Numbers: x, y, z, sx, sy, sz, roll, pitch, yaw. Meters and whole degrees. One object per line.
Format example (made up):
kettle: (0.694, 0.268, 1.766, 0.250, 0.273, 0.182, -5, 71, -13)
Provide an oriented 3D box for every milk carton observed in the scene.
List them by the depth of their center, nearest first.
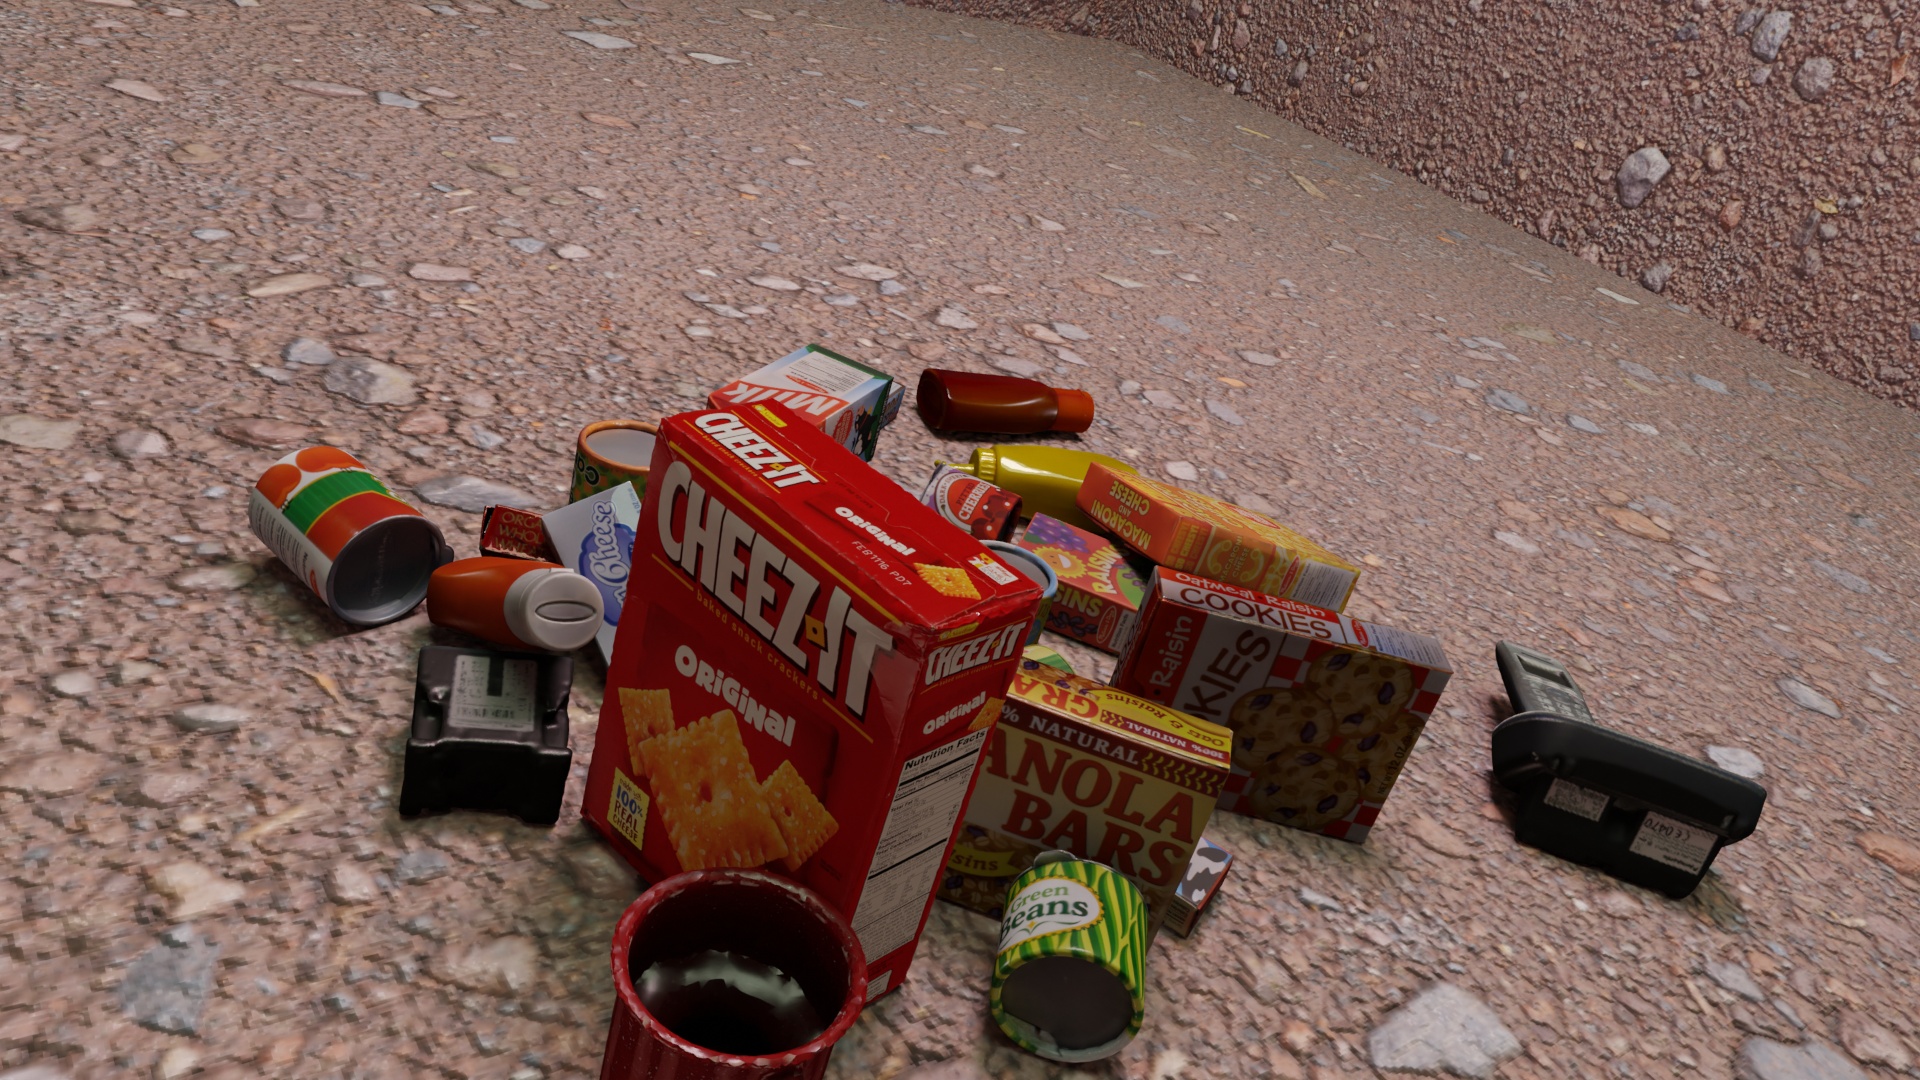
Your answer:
milk carton: (-0.124, -0.072, 0.966, 0.073, 0.072, 0.191, 24, 28, 13)

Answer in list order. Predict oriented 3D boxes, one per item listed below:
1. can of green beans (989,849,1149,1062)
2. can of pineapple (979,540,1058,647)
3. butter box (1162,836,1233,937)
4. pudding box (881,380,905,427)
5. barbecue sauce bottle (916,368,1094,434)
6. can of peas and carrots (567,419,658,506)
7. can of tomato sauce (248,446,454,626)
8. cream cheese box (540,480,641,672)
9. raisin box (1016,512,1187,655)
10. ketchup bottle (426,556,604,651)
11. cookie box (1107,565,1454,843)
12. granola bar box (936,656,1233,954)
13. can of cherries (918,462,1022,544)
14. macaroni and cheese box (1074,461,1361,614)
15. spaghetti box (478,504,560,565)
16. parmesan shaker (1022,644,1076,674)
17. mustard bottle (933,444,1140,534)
can of green beans: (0.048, 0.184, 0.609, 0.071, 0.071, 0.058, 17, 28, 0)
can of pineapple: (0.022, 0.042, 0.858, 0.071, 0.057, 0.071, 14, 28, -7)
butter box: (0.085, 0.157, 0.720, 0.103, 0.024, 0.053, 28, 31, 20)
pudding box: (-0.083, -0.107, 1.096, 0.050, 0.030, 0.084, 24, 29, 11)
barbecue sauce bottle: (0.041, -0.113, 1.162, 0.149, 0.043, 0.065, 2, 32, -27)
can of peas and carrots: (-0.211, -0.036, 0.866, 0.071, 0.058, 0.071, 13, 28, -7)
can of tomato sauce: (-0.324, -0.004, 0.738, 0.083, 0.070, 0.071, 33, 32, 28)
cream cheese box: (-0.180, 0.025, 0.745, 0.053, 0.024, 0.104, -24, 76, -18)
raisin box: (0.093, 0.033, 0.932, 0.123, 0.040, 0.086, 22, 28, 6)
ketchup bottle: (-0.217, 0.031, 0.686, 0.065, 0.043, 0.148, 3, -1, -32)
cookie box: (0.168, 0.094, 0.777, 0.167, 0.122, 0.040, 15, 27, -5)
granola bar box: (0.028, 0.119, 0.653, 0.166, 0.123, 0.039, 19, 27, 4)
can of cherries: (0.003, -0.012, 0.929, 0.058, 0.071, 0.072, 24, 29, 11)
macaroni and cheese box: (0.181, -0.001, 0.987, 0.166, 0.040, 0.124, 14, 14, -29)
spaghetti box: (-0.147, 0.028, 0.793, 0.250, 0.050, 0.029, 13, 67, -7)
parmesan shaker: (0.008, 0.099, 0.743, 0.103, 0.071, 0.071, -11, 39, -41)
mustard bottle: (0.056, -0.043, 1.038, 0.160, 0.048, 0.065, 9, 29, -14)
